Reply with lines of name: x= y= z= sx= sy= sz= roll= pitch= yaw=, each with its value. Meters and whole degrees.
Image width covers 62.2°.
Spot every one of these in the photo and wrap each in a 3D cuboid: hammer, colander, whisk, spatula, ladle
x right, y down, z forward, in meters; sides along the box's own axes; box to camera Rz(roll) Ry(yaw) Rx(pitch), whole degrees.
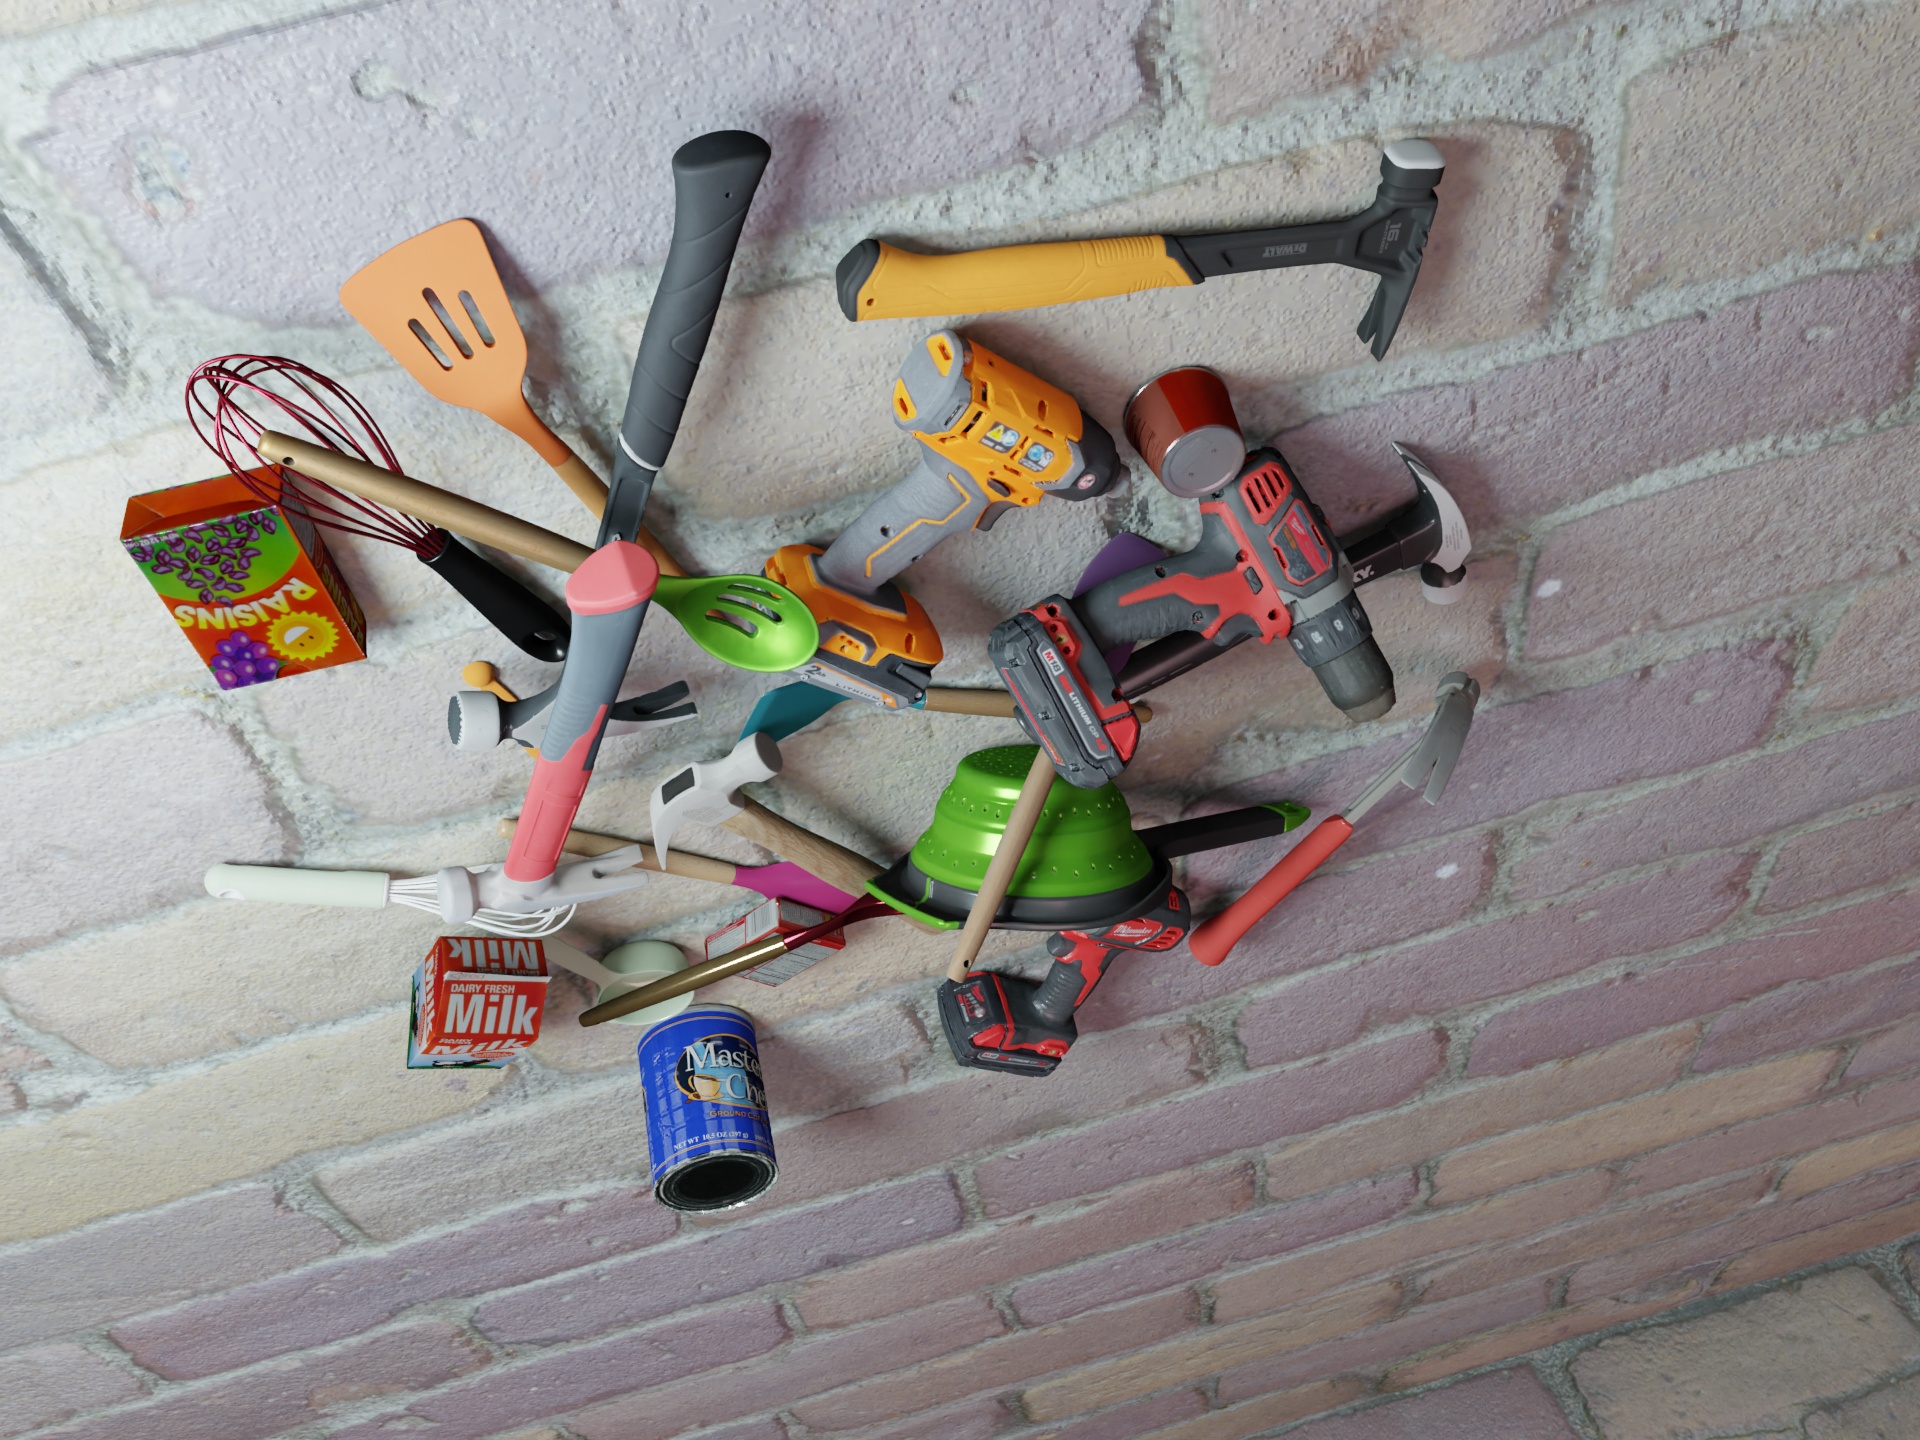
hammer: x=-0.223 y=0.019 z=0.962 sx=0.143 sy=0.038 sz=0.386 roll=-8 pitch=152 yaw=-29
colander: x=0.118 y=0.064 z=1.190 sx=0.397 sy=0.205 sz=0.094 roll=-8 pitch=106 yaw=-35
whisk: x=-0.306 y=-0.107 z=0.882 sx=0.073 sy=0.073 sz=0.295 roll=-27 pitch=145 yaw=11
hammer: x=0.191 y=-0.070 z=1.091 sx=0.335 sy=0.035 sz=0.146 roll=-26 pitch=139 yaw=2
hammer: x=0.098 y=-0.247 z=0.883 sx=0.337 sy=0.034 sz=0.127 roll=-8 pitch=137 yaw=-11
spatula: x=-0.002 y=-0.004 z=1.111 sx=0.317 sy=0.044 sz=0.082 roll=3 pitch=144 yaw=-24
hammer: x=0.286 y=0.107 z=1.284 sx=0.037 sy=0.149 sz=0.359 roll=38 pitch=135 yaw=2
spatula: x=-0.214 y=-0.141 z=0.901 sx=0.081 sy=0.041 sz=0.322 roll=-26 pitch=143 yaw=8
hammer: x=-0.175 y=-0.131 z=0.874 sx=0.149 sy=0.036 sz=0.408 roll=-2 pitch=137 yaw=-31
hammer: x=-0.102 y=0.102 z=1.169 sx=0.130 sy=0.031 sz=0.331 roll=-27 pitch=146 yaw=20
spatula: x=0.057 y=0.024 z=1.046 sx=0.059 sy=0.018 sz=0.316 roll=24 pitch=87 yaw=-26
ladle: x=-0.152 y=0.177 z=1.203 sx=0.315 sy=0.031 sz=0.069 roll=-22 pitch=161 yaw=13
whisk: x=-0.393 y=0.118 z=1.110 sx=0.246 sy=0.059 sz=0.057 roll=6 pitch=151 yaw=-18

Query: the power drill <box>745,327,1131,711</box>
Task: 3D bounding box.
power drill: x=-0.009 y=-0.112 z=0.962 sx=0.164 sy=0.084 sz=0.226 roll=19 pitch=124 yaw=-36

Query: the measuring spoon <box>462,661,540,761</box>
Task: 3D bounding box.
measuring spoon: x=-0.290 y=0.001 z=1.039 sx=0.021 sy=0.011 sz=0.116 roll=-21 pitch=139 yaw=4

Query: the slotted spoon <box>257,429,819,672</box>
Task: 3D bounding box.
slotted spoon: x=-0.212 y=-0.091 z=0.848 sx=0.313 sy=0.031 sz=0.070 roll=20 pitch=133 yaw=-34

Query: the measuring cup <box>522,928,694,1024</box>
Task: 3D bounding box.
measuring cup: x=-0.276 y=0.184 z=1.230 sx=0.083 sy=0.038 sz=0.167 roll=-33 pitch=135 yaw=17

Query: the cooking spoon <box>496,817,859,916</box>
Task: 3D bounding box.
cooking spoon: x=-0.194 y=0.111 z=1.191 sx=0.318 sy=0.017 sz=0.068 roll=17 pitch=129 yaw=-35

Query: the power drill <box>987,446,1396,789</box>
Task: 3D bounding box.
power drill: x=0.152 y=-0.042 z=1.005 sx=0.226 sy=0.080 sz=0.188 roll=-32 pitch=96 yaw=-5

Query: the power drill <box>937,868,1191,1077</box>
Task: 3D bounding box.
power drill: x=0.081 y=0.206 z=1.354 sx=0.143 sy=0.079 sz=0.219 roll=17 pitch=126 yaw=-34
